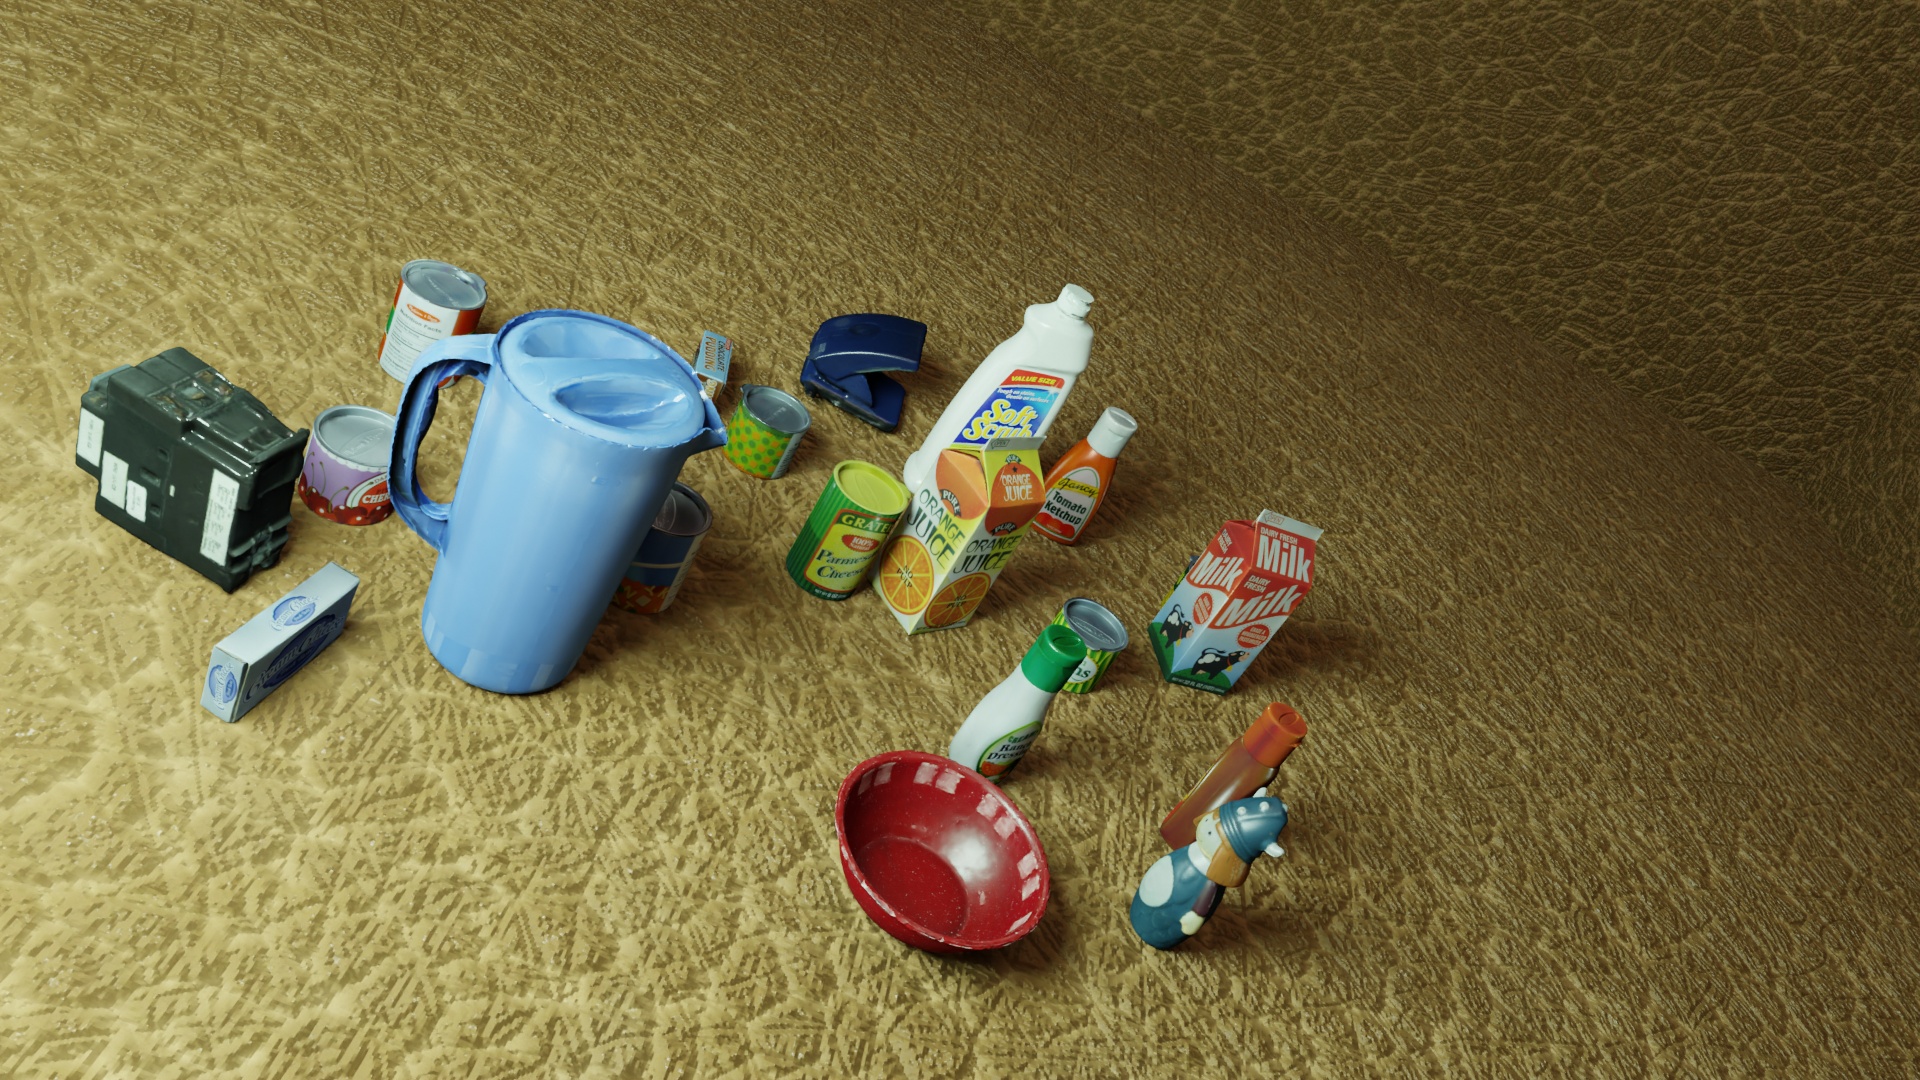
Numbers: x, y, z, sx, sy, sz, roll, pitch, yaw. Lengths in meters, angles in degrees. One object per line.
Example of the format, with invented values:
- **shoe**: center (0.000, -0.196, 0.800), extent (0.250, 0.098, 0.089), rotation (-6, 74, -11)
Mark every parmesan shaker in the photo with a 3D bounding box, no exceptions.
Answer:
- **parmesan shaker**: center (-0.094, -0.007, 1.159), extent (0.071, 0.102, 0.072), rotation (23, 32, -15)

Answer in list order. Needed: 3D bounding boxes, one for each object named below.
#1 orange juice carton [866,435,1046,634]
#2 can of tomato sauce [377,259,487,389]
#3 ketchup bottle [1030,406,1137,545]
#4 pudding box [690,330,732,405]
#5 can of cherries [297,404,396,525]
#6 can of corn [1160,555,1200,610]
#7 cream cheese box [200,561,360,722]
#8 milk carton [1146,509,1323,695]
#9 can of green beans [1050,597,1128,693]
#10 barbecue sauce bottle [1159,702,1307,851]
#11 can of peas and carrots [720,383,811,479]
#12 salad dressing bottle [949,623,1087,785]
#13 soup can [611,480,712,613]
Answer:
- **orange juice carton**: center (0.004, -0.015, 1.169), extent (0.072, 0.191, 0.073), rotation (-5, 47, -45)
- **can of tomato sauce**: center (-0.426, -0.175, 1.124), extent (0.071, 0.082, 0.071), rotation (23, 32, -15)
- **ketchup bottle**: center (0.124, -0.066, 1.386), extent (0.065, 0.148, 0.044), rotation (28, 31, -7)
- **pudding box**: center (-0.236, -0.153, 1.291), extent (0.030, 0.049, 0.084), rotation (21, 33, -17)
- **can of cherries**: center (-0.424, -0.051, 0.977), extent (0.071, 0.058, 0.072), rotation (22, 32, -15)
- **can of corn**: center (0.242, 0.060, 1.399), extent (0.071, 0.058, 0.071), rotation (22, 32, -15)
- **cream cheese box**: center (-0.409, 0.060, 0.839), extent (0.024, 0.053, 0.104), rotation (31, 31, -1)
- **milk carton**: center (0.259, 0.050, 1.301), extent (0.072, 0.189, 0.074), rotation (17, 34, -24)
- **can of green beans**: center (0.106, 0.094, 1.235), extent (0.071, 0.057, 0.071), rotation (22, 32, -15)
- **barbecue sauce bottle**: center (0.221, 0.191, 1.110), extent (0.065, 0.147, 0.044), rotation (-11, 51, -49)
- **can of peas and carrots**: center (-0.179, -0.099, 1.256), extent (0.071, 0.058, 0.071), rotation (22, 32, -15)
- **salad dressing bottle**: center (0.044, 0.126, 1.049), extent (0.064, 0.147, 0.044), rotation (0, 44, -42)
- **soup can**: center (-0.234, 0.003, 1.042), extent (0.071, 0.083, 0.072), rotation (23, 32, -15)
